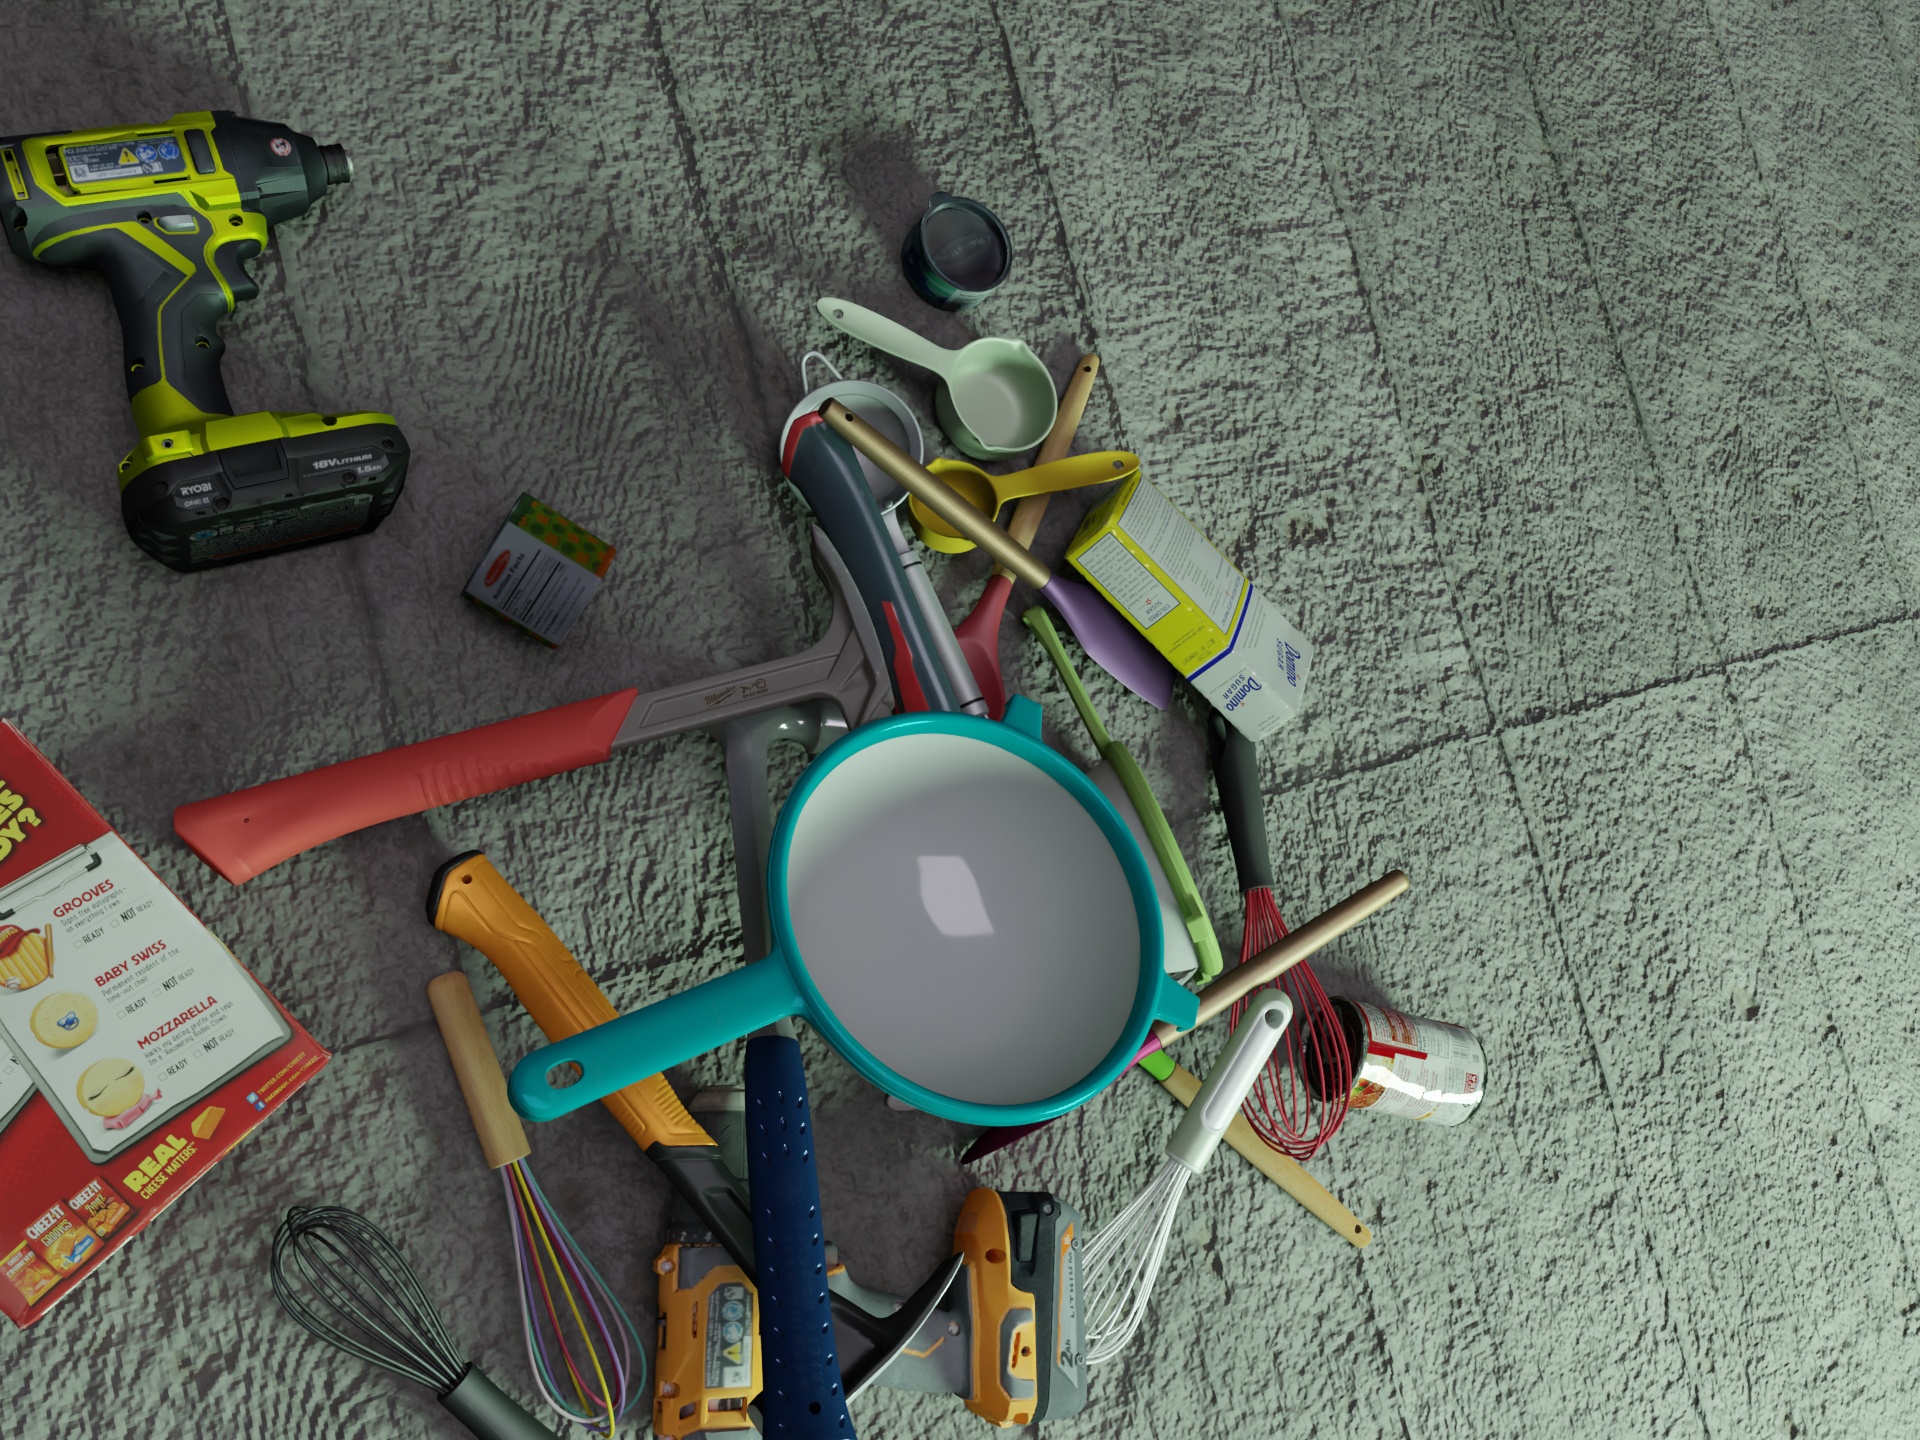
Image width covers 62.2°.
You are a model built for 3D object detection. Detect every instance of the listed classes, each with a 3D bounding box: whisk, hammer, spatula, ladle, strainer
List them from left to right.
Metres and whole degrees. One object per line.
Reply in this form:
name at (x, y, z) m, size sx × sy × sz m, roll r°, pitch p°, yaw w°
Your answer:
whisk at (-0.244, 0.323, 0.774) m, size 0.239 × 0.055 × 0.055 m, roll 49°, pitch 64°, yaw -12°
whisk at (-0.218, 0.243, 0.803) m, size 0.051 × 0.047 × 0.245 m, roll -22°, pitch 84°, yaw -5°
hammer at (-0.215, 0.003, 0.824) m, size 0.359 × 0.036 × 0.149 m, roll -15°, pitch 67°, yaw -14°
hammer at (-0.149, 0.195, 0.807) m, size 0.127 × 0.034 × 0.337 m, roll -38°, pitch 81°, yaw -27°
hammer at (-0.102, 0.153, 0.805) m, size 0.144 × 0.035 × 0.406 m, roll 6°, pitch 54°, yaw -23°
strainer at (-0.060, 0.124, 0.765) m, size 0.340 × 0.095 × 0.211 m, roll -18°, pitch 73°, yaw -33°
strainer at (-0.038, -0.100, 0.952) m, size 0.087 × 0.050 × 0.258 m, roll -24°, pitch 82°, yaw -1°
hammer at (-0.001, -0.003, 0.895) m, size 0.038 × 0.143 × 0.386 m, roll -12°, pitch 78°, yaw -60°
ladle at (0.034, -0.111, 1.010) m, size 0.069 × 0.031 × 0.316 m, roll 23°, pitch 67°, yaw -1°
spatula at (0.033, -0.102, 0.969) m, size 0.315 × 0.018 × 0.060 m, roll 34°, pitch 60°, yaw -33°
strainer at (0.074, 0.048, 0.964) m, size 0.069 × 0.151 × 0.257 m, roll -25°, pitch 69°, yaw 0°
whisk at (0.125, 0.263, 0.924) m, size 0.057 × 0.059 × 0.246 m, roll 34°, pitch 81°, yaw -10°
whisk at (0.192, 0.126, 1.006) m, size 0.073 × 0.073 × 0.296 m, roll 2°, pitch 69°, yaw -25°

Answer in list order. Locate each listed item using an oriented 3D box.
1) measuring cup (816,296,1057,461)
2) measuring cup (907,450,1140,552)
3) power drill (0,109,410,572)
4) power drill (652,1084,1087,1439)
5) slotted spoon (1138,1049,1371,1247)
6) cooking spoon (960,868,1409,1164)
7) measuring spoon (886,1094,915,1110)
measuring cup at (-0.019, -0.220, 1.005) m, size 0.167 × 0.038 × 0.083 m, roll 23°, pitch 70°, yaw -17°
measuring cup at (0.040, -0.143, 1.003) m, size 0.156 × 0.029 × 0.062 m, roll -15°, pitch 69°, yaw -17°
power drill at (-0.374, -0.202, 0.815) m, size 0.171 × 0.080 × 0.223 m, roll -18°, pitch 84°, yaw -27°
power drill at (-0.051, 0.291, 0.854) m, size 0.226 × 0.084 × 0.185 m, roll 5°, pitch 72°, yaw -19°
slotted spoon at (0.147, 0.231, 0.987) m, size 0.313 × 0.031 × 0.070 m, roll 42°, pitch 65°, yaw -13°
cooking spoon at (0.135, 0.173, 0.936) m, size 0.319 × 0.068 × 0.017 m, roll -30°, pitch 83°, yaw -12°
measuring spoon at (0.017, 0.207, 0.925) m, size 0.124 × 0.018 × 0.034 m, roll -14°, pitch 107°, yaw -17°
